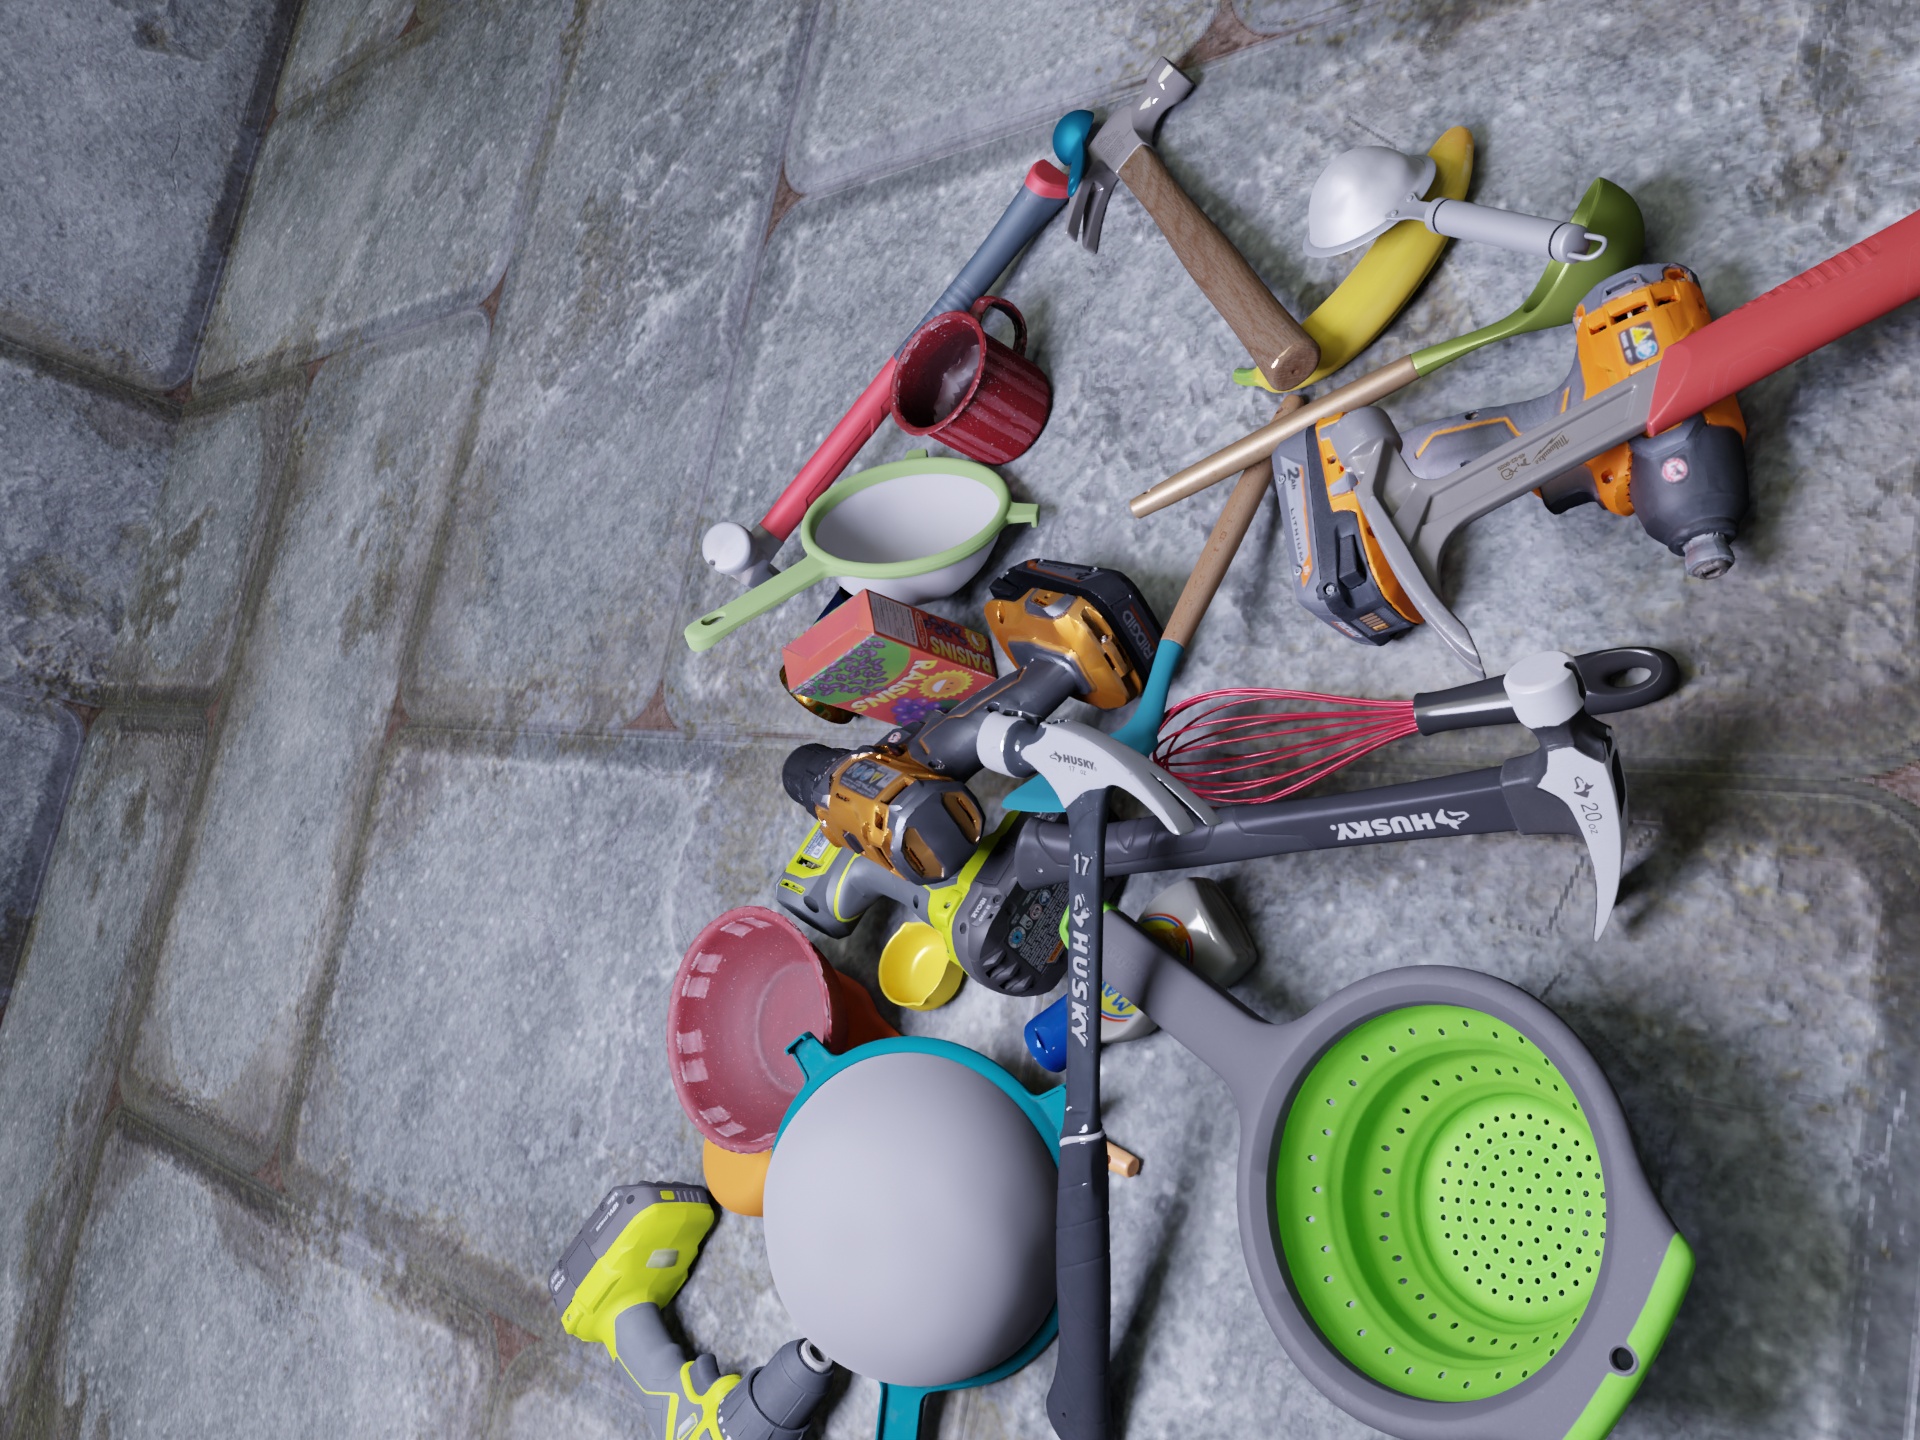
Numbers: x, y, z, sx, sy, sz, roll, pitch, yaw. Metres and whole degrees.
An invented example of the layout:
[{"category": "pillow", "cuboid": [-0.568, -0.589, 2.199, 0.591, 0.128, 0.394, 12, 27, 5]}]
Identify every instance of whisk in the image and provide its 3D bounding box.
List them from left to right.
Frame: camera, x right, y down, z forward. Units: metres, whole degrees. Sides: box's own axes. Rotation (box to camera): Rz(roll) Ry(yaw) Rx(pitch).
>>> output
[{"category": "whisk", "cuboid": [0.229, 0.001, 0.856, 0.296, 0.073, 0.073, -12, 67, 34]}]

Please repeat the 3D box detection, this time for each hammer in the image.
[{"category": "hammer", "cuboid": [-0.045, -0.256, 1.208, 0.038, 0.143, 0.386, 41, 96, 11]}, {"category": "hammer", "cuboid": [0.069, 0.204, 0.838, 0.149, 0.036, 0.409, 15, 110, 50]}, {"category": "hammer", "cuboid": [0.151, -0.313, 1.038, 0.130, 0.031, 0.332, -47, 40, 25]}, {"category": "hammer", "cuboid": [0.168, 0.059, 0.815, 0.335, 0.146, 0.035, -11, 30, 36]}, {"category": "hammer", "cuboid": [0.358, -0.162, 0.724, 0.359, 0.036, 0.149, -28, 61, 14]}]

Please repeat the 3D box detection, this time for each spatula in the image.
[{"category": "spatula", "cuboid": [-0.016, 0.227, 1.023, 0.323, 0.041, 0.081, 15, 90, 45]}, {"category": "spatula", "cuboid": [0.128, -0.071, 0.928, 0.082, 0.044, 0.317, -3, 55, 58]}]

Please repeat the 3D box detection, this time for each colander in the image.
[{"category": "colander", "cuboid": [0.192, 0.191, 0.795, 0.397, 0.094, 0.204, 35, 102, 51]}]

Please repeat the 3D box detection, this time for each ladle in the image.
[{"category": "ladle", "cuboid": [0.227, -0.199, 0.900, 0.320, 0.062, 0.078, -25, 16, 29]}]

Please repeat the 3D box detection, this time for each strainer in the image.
[{"category": "strainer", "cuboid": [-0.075, -0.096, 1.109, 0.256, 0.069, 0.152, -33, 42, -23]}, {"category": "strainer", "cuboid": [-0.046, 0.360, 0.925, 0.211, 0.095, 0.340, 6, 90, 23]}, {"category": "strainer", "cuboid": [0.259, -0.279, 0.868, 0.087, 0.050, 0.259, -44, 34, 0]}]

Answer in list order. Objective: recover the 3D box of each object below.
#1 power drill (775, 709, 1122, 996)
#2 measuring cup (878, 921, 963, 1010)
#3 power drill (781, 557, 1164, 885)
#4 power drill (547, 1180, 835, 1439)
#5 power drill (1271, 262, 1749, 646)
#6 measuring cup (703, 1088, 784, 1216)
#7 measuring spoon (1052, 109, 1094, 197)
[{"category": "power drill", "cuboid": [-0.006, 0.078, 1.030, 0.223, 0.080, 0.171, 15, 66, 49]}, {"category": "measuring cup", "cuboid": [0.016, 0.143, 1.041, 0.156, 0.029, 0.062, -29, 51, 20]}, {"category": "power drill", "cuboid": [-0.002, -0.003, 0.992, 0.226, 0.084, 0.185, -44, 29, -17]}, {"category": "power drill", "cuboid": [-0.184, 0.430, 1.089, 0.190, 0.080, 0.229, -54, 48, 16]}, {"category": "power drill", "cuboid": [0.286, -0.119, 0.826, 0.226, 0.084, 0.164, -22, 60, 33]}, {"category": "measuring cup", "cuboid": [-0.122, 0.327, 1.081, 0.095, 0.052, 0.174, -51, 44, 18]}, {"category": "measuring spoon", "cuboid": [0.076, -0.407, 1.141, 0.042, 0.021, 0.129, -56, 16, 36]}]
